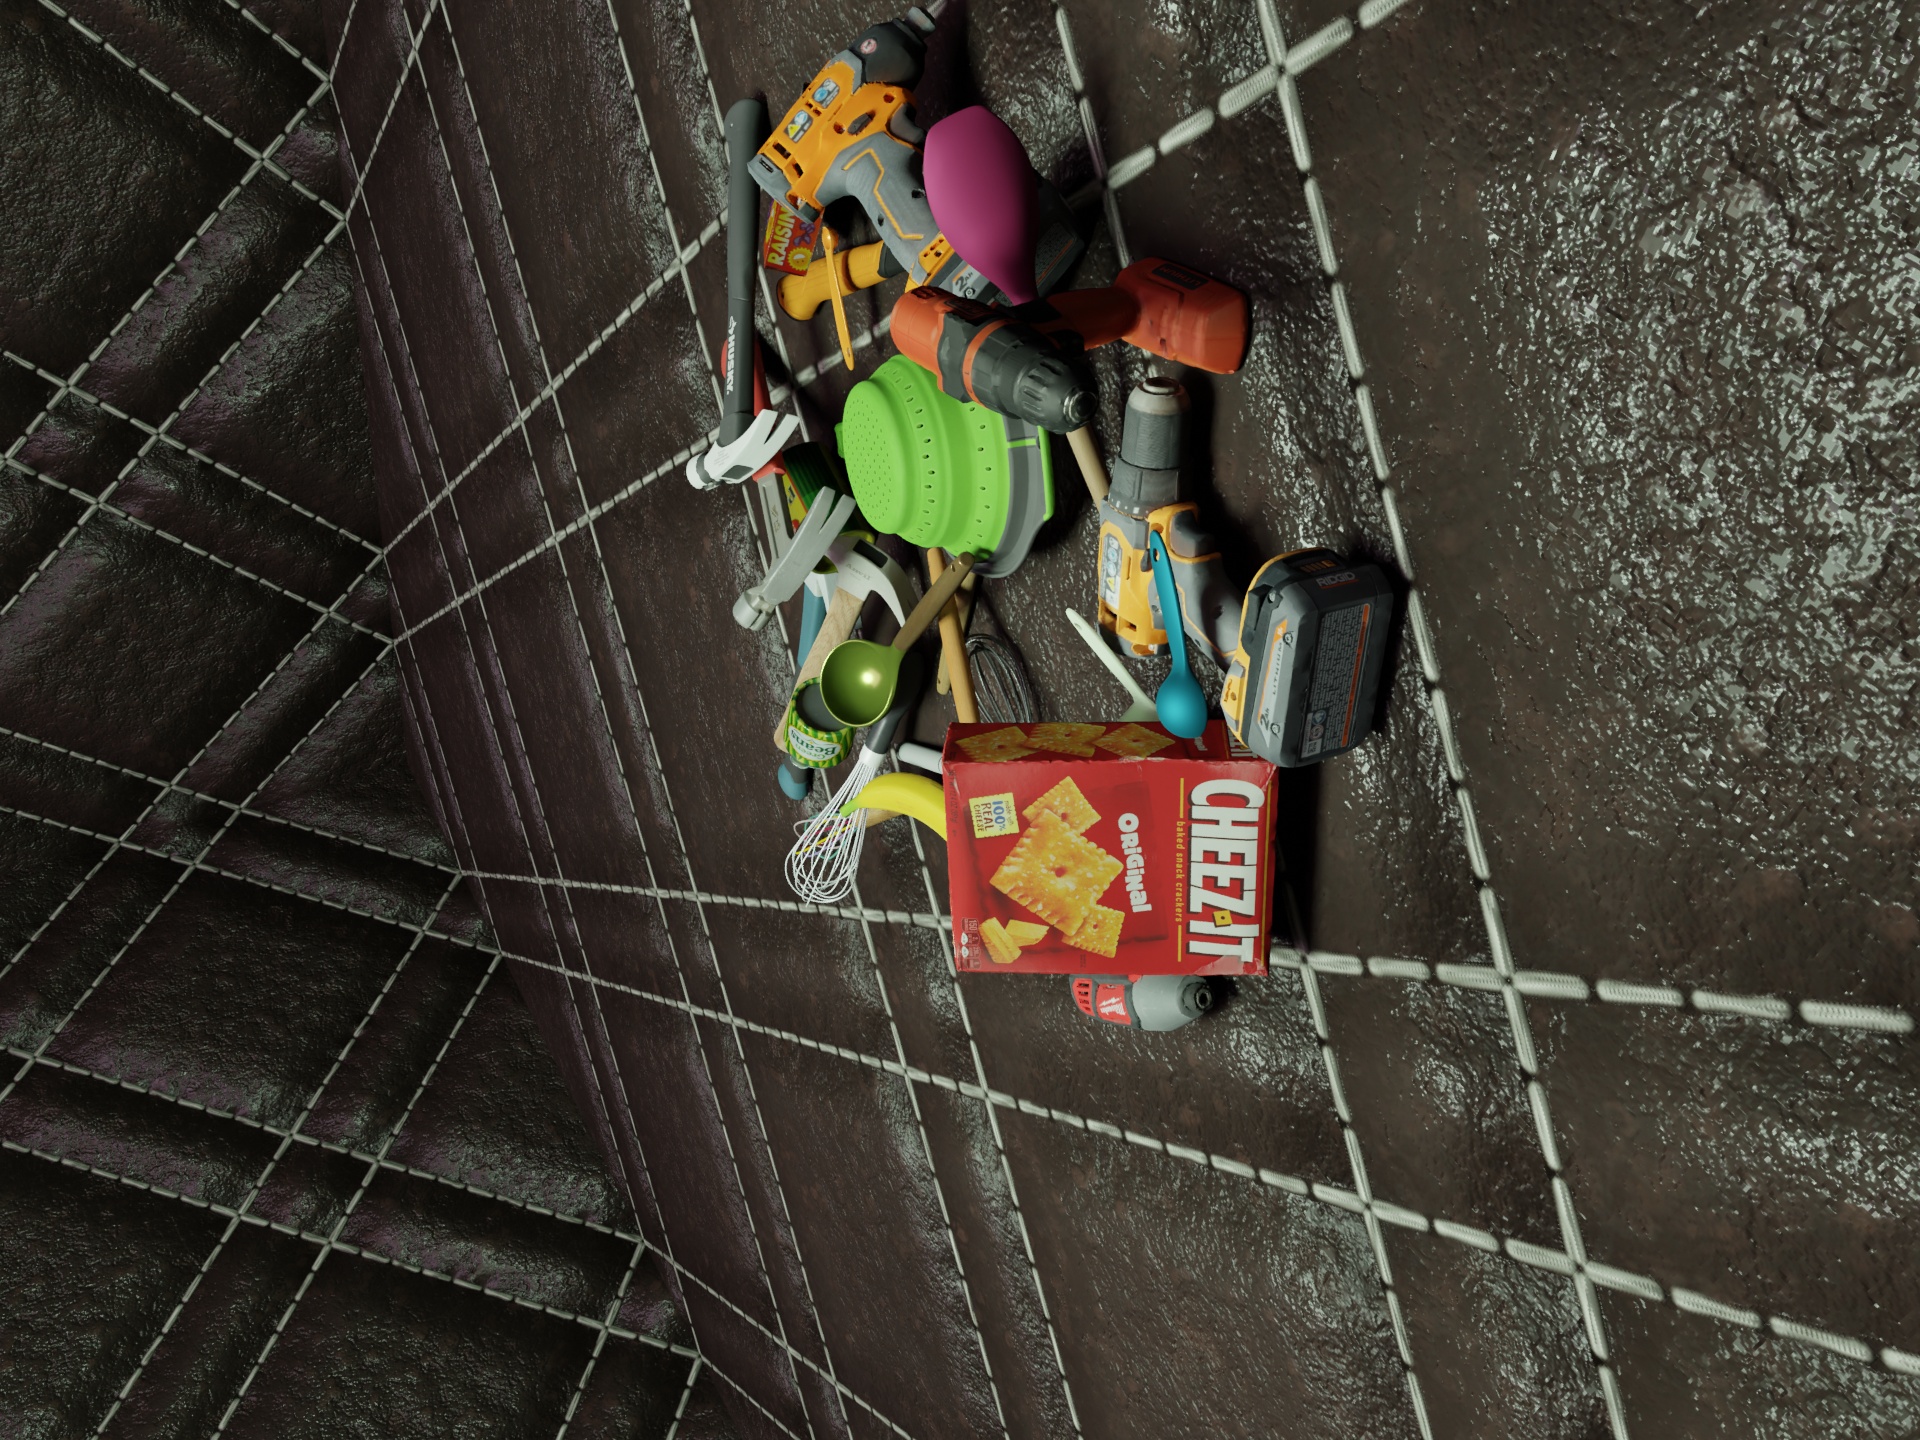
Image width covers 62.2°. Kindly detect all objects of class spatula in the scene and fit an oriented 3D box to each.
[{"bbox_3d":[-0.002,-0.004,1.225,0.081,0.041,0.323,115,150,-53],"label":"spatula"}]

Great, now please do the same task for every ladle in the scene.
[{"bbox_3d":[-0.051,-0.068,1.281,0.078,0.062,0.320,68,159,10],"label":"ladle"},{"bbox_3d":[0.009,-0.134,1.280,0.069,0.031,0.315,57,150,35],"label":"ladle"}]

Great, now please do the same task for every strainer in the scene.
[{"bbox_3d":[-0.005,0.038,1.382,0.086,0.050,0.258,53,164,-21],"label":"strainer"}]

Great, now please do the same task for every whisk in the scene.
[{"bbox_3d":[-0.110,0.106,1.605,0.245,0.047,0.051,-24,83,58],"label":"whisk"},{"bbox_3d":[0.054,0.041,1.274,0.055,0.055,0.239,-33,80,61],"label":"whisk"},{"bbox_3d":[-0.092,0.058,1.470,0.070,0.070,0.284,47,123,39],"label":"whisk"}]

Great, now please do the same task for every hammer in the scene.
[{"bbox_3d":[-0.069,-0.375,1.273,0.337,0.034,0.127,8,113,59],"label":"hammer"},{"bbox_3d":[-0.155,-0.048,1.609,0.128,0.033,0.330,52,146,35],"label":"hammer"},{"bbox_3d":[-0.168,-0.244,1.401,0.149,0.036,0.360,-50,36,30],"label":"hammer"},{"bbox_3d":[-0.123,-0.058,1.477,0.130,0.031,0.331,31,145,1],"label":"hammer"},{"bbox_3d":[-0.186,-0.376,1.374,0.146,0.035,0.335,-10,77,54],"label":"hammer"}]

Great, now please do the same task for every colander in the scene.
[{"bbox_3d":[-0.059,-0.211,1.235,0.397,0.094,0.204,-158,57,-64],"label":"colander"}]

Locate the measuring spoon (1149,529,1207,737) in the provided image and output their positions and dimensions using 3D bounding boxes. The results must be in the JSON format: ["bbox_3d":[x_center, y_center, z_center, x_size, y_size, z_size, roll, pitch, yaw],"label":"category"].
[{"bbox_3d":[0.122,-0.051,0.962,0.042,0.021,0.128,179,79,-69],"label":"measuring spoon"}]

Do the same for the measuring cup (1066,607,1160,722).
[{"bbox_3d":[0.109,-0.005,1.077,0.167,0.038,0.083,50,166,-26],"label":"measuring cup"}]

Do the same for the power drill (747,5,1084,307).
[{"bbox_3d":[-0.024,-0.372,1.079,0.164,0.084,0.227,-48,69,11],"label":"power drill"}]

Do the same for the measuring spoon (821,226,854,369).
[{"bbox_3d":[-0.097,-0.344,1.299,0.021,0.011,0.116,38,142,58],"label":"measuring spoon"}]

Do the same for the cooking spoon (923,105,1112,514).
[{"bbox_3d":[0.057,-0.239,1.032,0.318,0.069,0.017,64,179,-29],"label":"cooking spoon"}]

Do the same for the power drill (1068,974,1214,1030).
[{"bbox_3d":[0.116,0.126,1.183,0.143,0.078,0.219,-6,103,62],"label":"power drill"}]

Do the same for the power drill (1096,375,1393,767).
[{"bbox_3d":[0.161,-0.096,0.978,0.226,0.084,0.185,44,141,49],"label":"power drill"}]
